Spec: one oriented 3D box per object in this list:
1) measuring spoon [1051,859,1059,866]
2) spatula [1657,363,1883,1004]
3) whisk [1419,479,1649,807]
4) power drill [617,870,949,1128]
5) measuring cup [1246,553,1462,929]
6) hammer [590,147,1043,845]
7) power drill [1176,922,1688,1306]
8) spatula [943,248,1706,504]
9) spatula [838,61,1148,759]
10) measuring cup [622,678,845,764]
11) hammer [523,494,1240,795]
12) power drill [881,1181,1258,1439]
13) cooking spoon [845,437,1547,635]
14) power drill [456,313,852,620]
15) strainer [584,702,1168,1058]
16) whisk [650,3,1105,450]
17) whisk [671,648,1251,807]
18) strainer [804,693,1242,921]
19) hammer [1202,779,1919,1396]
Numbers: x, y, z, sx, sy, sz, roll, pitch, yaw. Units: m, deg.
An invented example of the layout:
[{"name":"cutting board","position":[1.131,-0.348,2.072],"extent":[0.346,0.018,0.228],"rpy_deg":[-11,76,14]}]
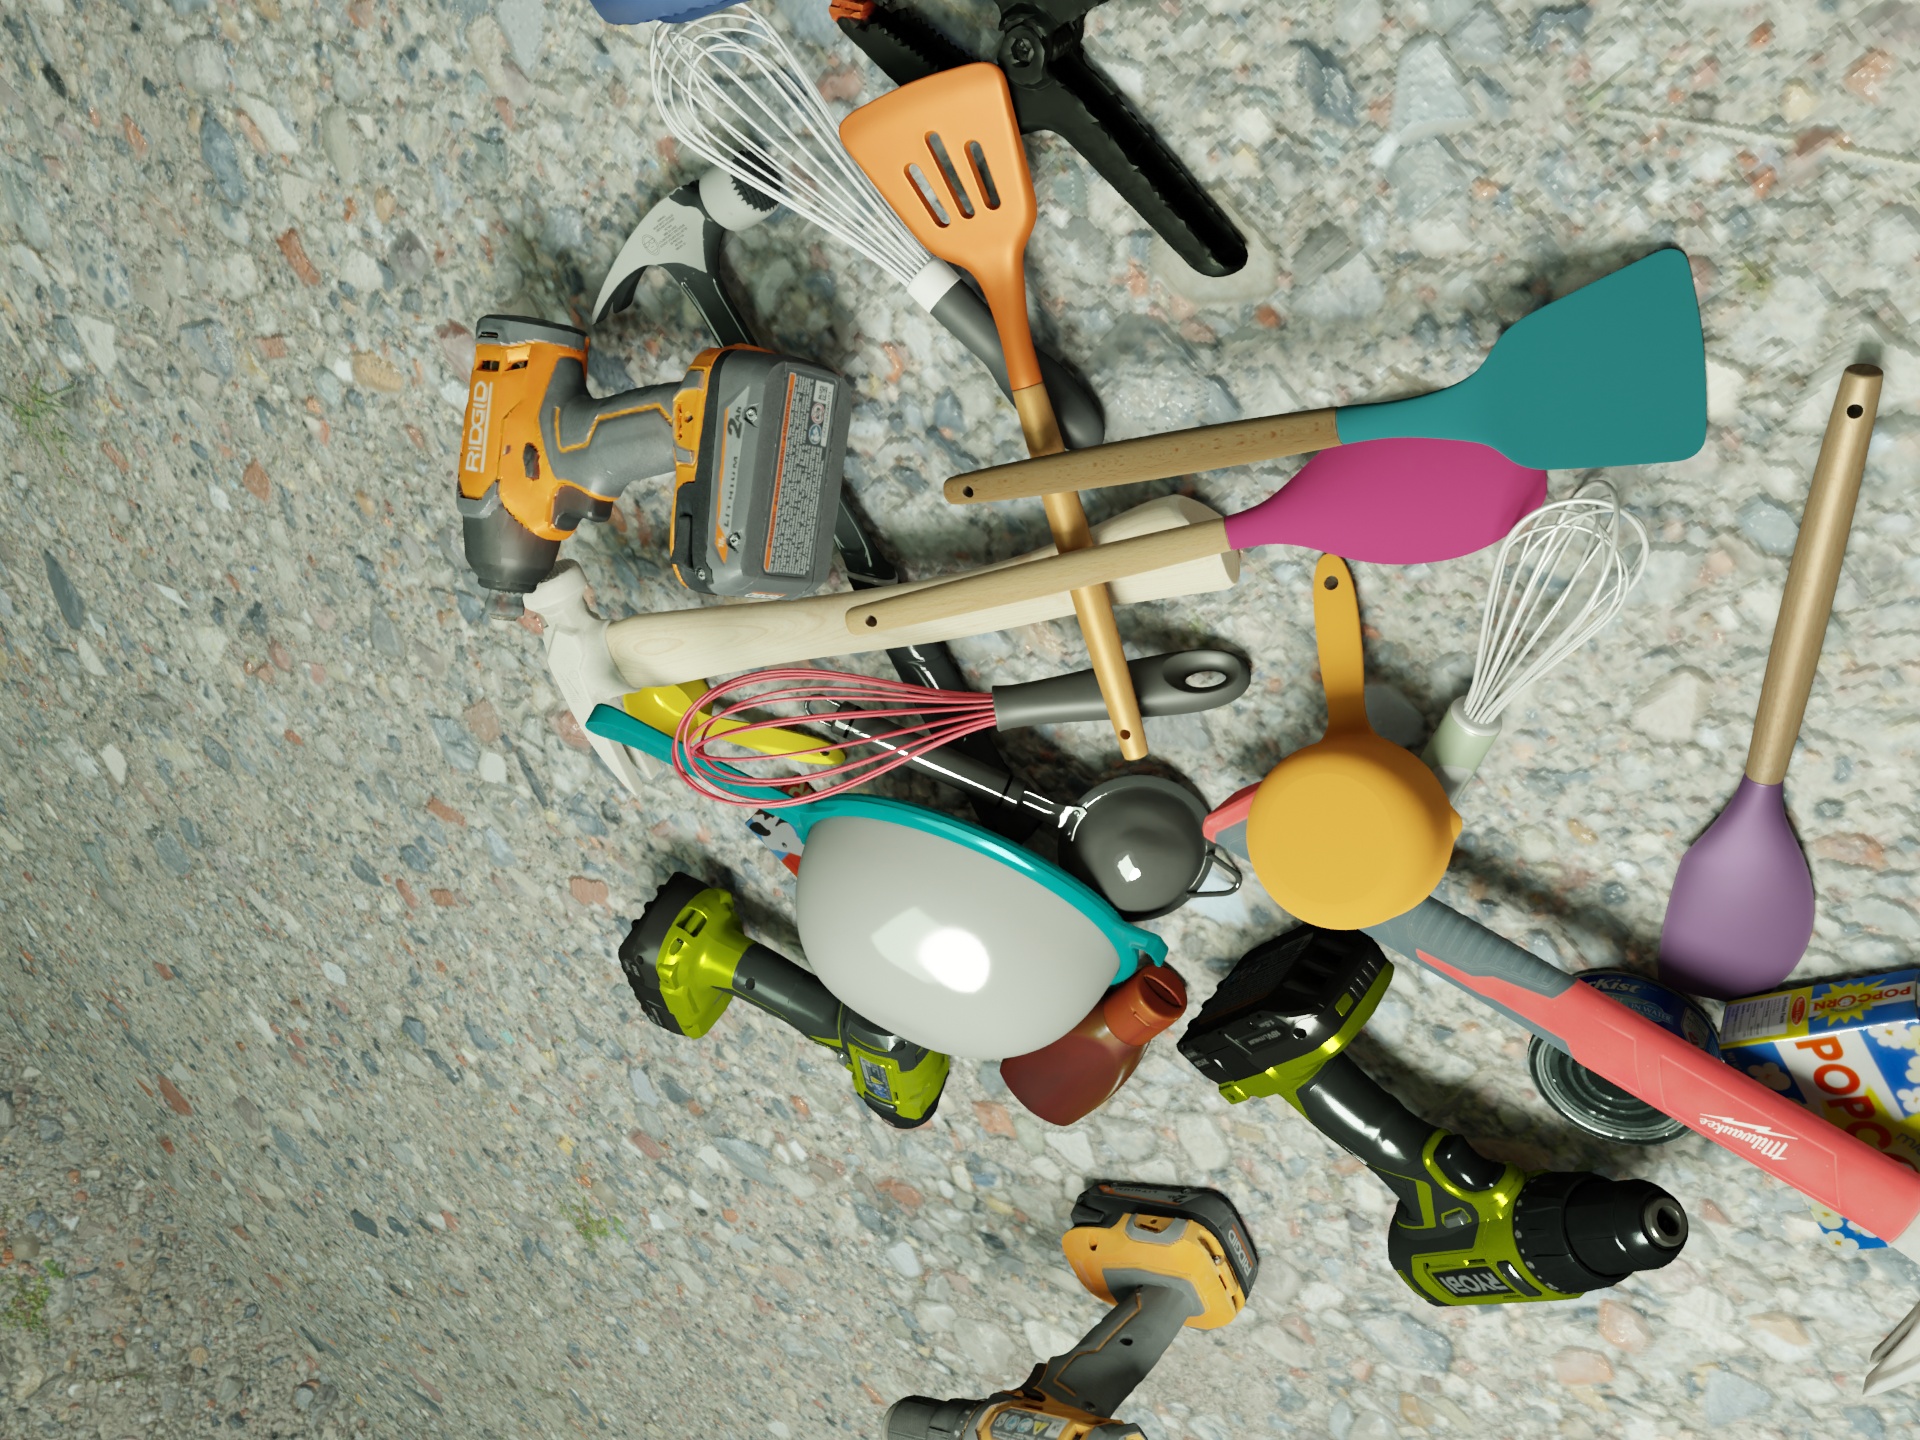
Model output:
[{"name":"measuring spoon","position":[0.036,0.104,0.963],"extent":[0.124,0.018,0.034],"rpy_deg":[-23,105,44]},{"name":"spatula","position":[0.341,0.003,0.659],"extent":[0.060,0.018,0.315],"rpy_deg":[10,128,23]},{"name":"whisk","position":[0.236,-0.007,0.715],"extent":[0.058,0.059,0.246],"rpy_deg":[10,136,-4]},{"name":"power drill","position":[-0.114,0.203,1.100],"extent":[0.223,0.080,0.171],"rpy_deg":[21,147,20]},{"name":"measuring cup","position":[0.170,0.010,0.722],"extent":[0.095,0.052,0.173],"rpy_deg":[-5,92,30]},{"name":"hammer","position":[-0.063,-0.096,0.880],"extent":[0.149,0.036,0.408],"rpy_deg":[-14,111,43]},{"name":"power drill","position":[0.241,0.211,0.826],"extent":[0.228,0.080,0.190],"rpy_deg":[44,151,1]},{"name":"spatula","position":[0.137,-0.121,0.667],"extent":[0.317,0.044,0.082],"rpy_deg":[-5,115,29]},{"name":"spatula","position":[0.034,-0.128,0.728],"extent":[0.081,0.041,0.322],"rpy_deg":[-11,106,27]},{"name":"measuring cup","position":[-0.142,-0.001,1.023],"extent":[0.156,0.029,0.062],"rpy_deg":[14,129,14]},{"name":"hammer","position":[-0.049,-0.046,0.851],"extent":[0.411,0.038,0.146],"rpy_deg":[-8,118,28]},{"name":"power drill","position":[0.068,0.397,1.002],"extent":[0.185,0.226,0.084],"rpy_deg":[-9,114,41]},{"name":"cooking spoon","position":[0.095,-0.077,0.711],"extent":[0.319,0.017,0.068],"rpy_deg":[-12,108,19]},{"name":"power drill","position":[-0.173,-0.121,0.825],"extent":[0.227,0.084,0.164],"rpy_deg":[13,98,32]},{"name":"strainer","position":[-0.069,0.104,0.889],"extent":[0.340,0.095,0.211],"rpy_deg":[27,157,-8]},{"name":"whisk","position":[-0.035,-0.229,0.749],"extent":[0.284,0.070,0.070],"rpy_deg":[43,137,-5]},{"name":"whisk","position":[-0.001,-0.003,0.803],"extent":[0.296,0.073,0.073],"rpy_deg":[-8,120,4]},{"name":"strainer","position":[0.034,0.045,0.851],"extent":[0.258,0.050,0.087],"rpy_deg":[24,107,-1]},{"name":"hammer","position":[0.279,0.149,0.737],"extent":[0.386,0.038,0.143],"rpy_deg":[31,127,22]}]
